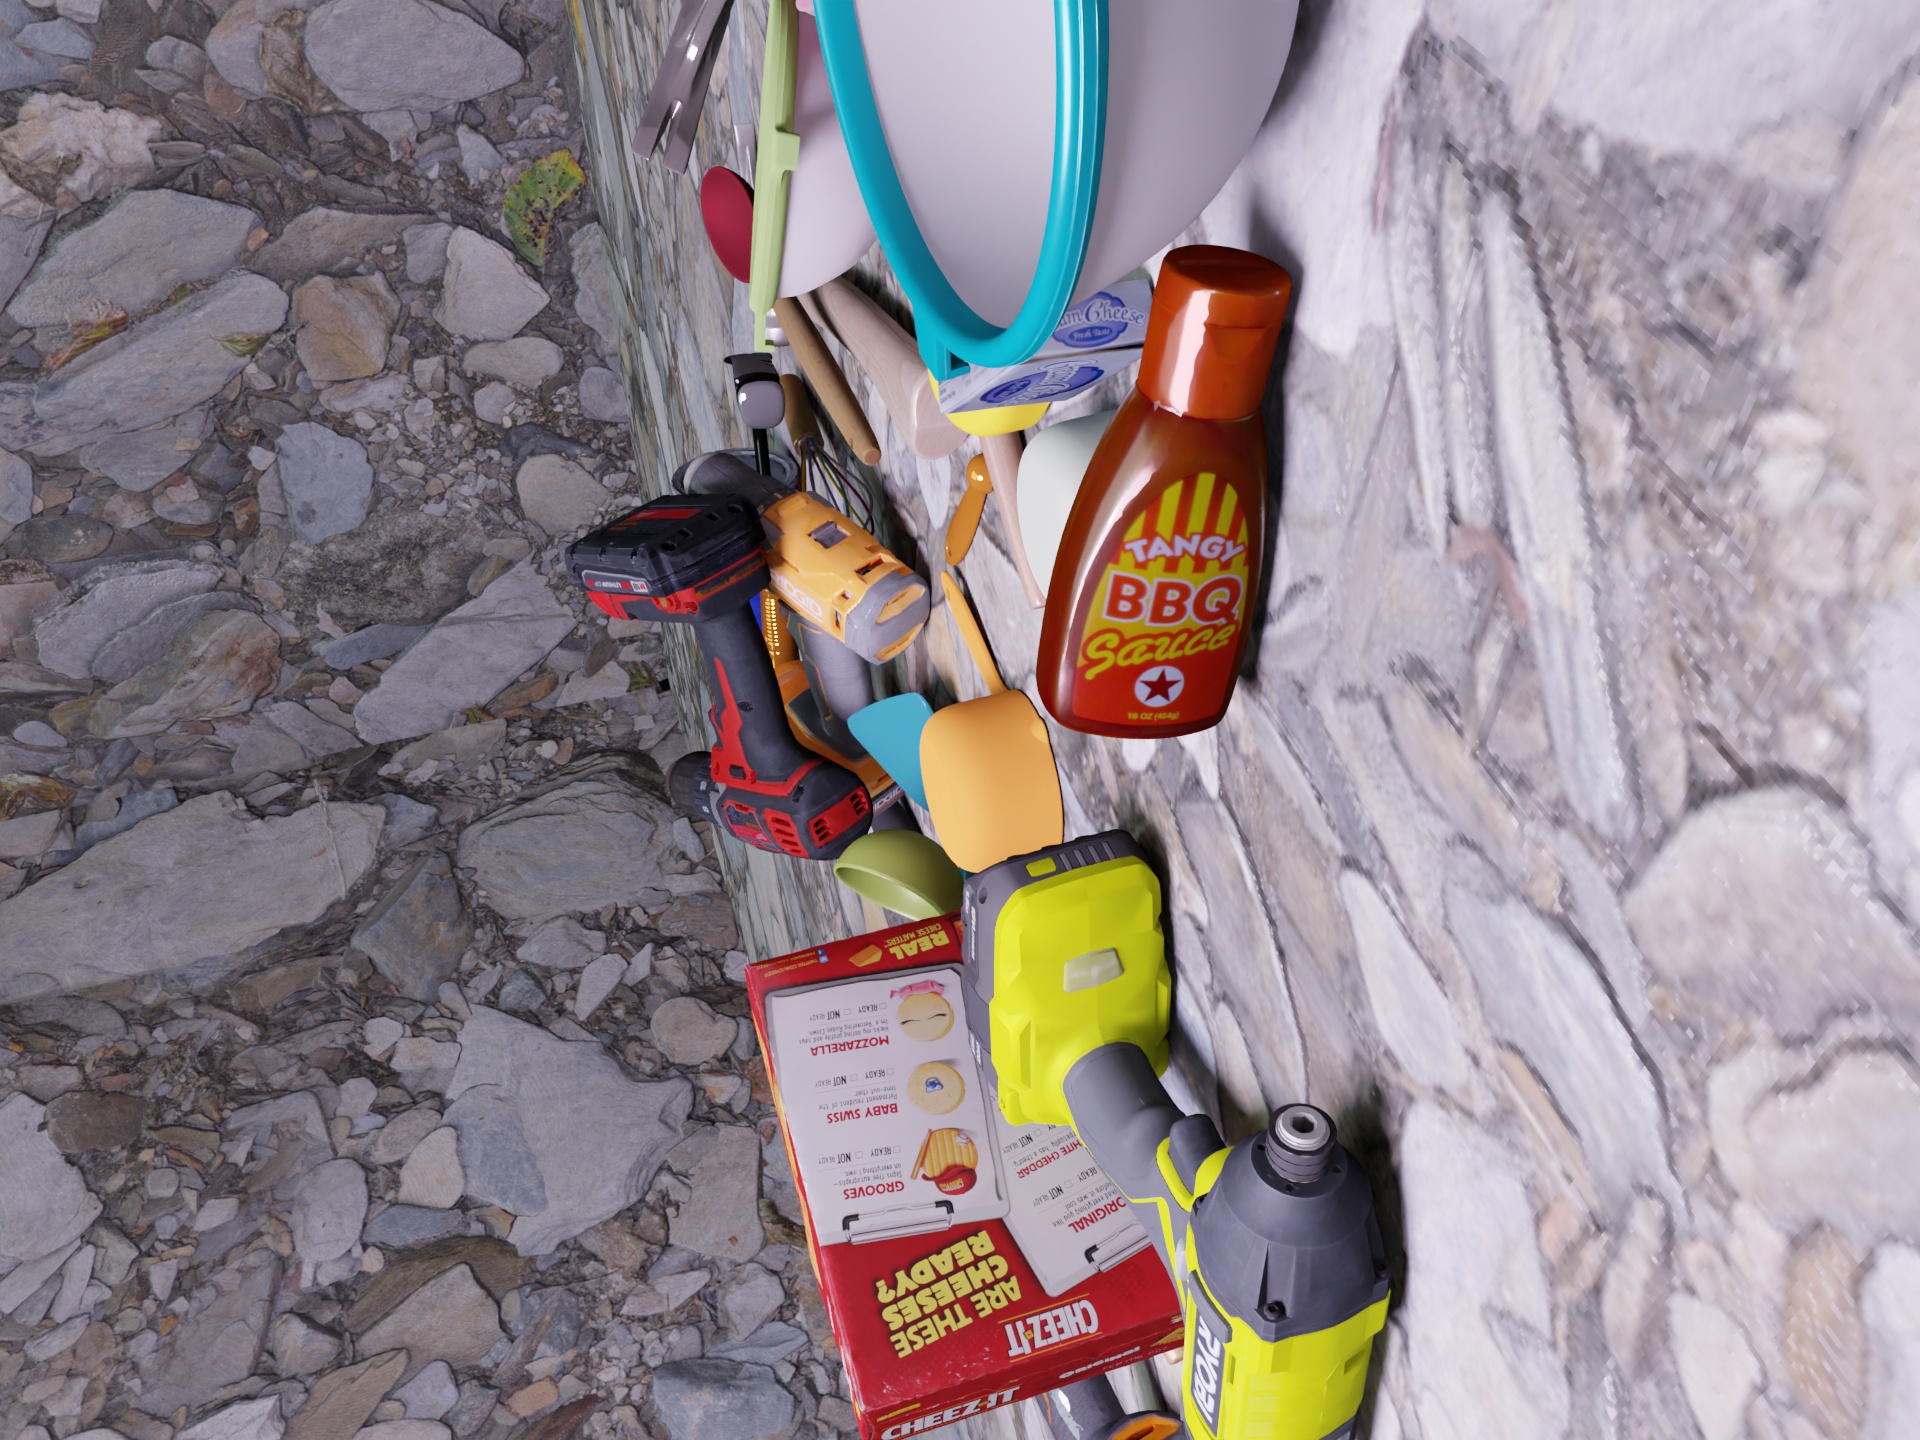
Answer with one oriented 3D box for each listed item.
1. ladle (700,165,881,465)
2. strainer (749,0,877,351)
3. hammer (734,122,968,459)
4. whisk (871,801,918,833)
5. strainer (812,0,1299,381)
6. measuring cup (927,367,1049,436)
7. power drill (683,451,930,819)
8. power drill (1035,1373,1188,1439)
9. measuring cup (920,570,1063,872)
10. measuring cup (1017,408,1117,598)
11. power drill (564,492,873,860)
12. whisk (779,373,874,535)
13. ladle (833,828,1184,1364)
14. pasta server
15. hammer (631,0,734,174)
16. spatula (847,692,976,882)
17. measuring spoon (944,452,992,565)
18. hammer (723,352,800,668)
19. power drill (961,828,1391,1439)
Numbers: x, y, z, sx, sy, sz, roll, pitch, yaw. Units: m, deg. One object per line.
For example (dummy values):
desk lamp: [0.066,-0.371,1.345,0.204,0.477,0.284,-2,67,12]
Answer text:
ladle: [-0.098,-0.234,0.911,0.316,0.031,0.069,-118,23,-44]
strainer: [-0.064,-0.321,0.801,0.151,0.069,0.257,114,159,-64]
hammer: [-0.071,-0.248,0.922,0.411,0.038,0.146,-125,28,-58]
whisk: [-0.071,0.038,1.166,0.239,0.055,0.055,-123,24,-46]
strainer: [0.045,-0.204,0.356,0.340,0.095,0.211,-172,67,-74]
measuring cup: [0.013,-0.181,0.622,0.062,0.029,0.156,44,145,34]
power drill: [-0.104,-0.054,1.019,0.185,0.084,0.226,38,147,25]
power drill: [0.054,0.355,0.827,0.227,0.084,0.164,51,151,44]
measuring cup: [-0.001,-0.003,0.812,0.095,0.052,0.174,100,152,-59]
measuring cup: [0.051,-0.090,0.544,0.167,0.038,0.083,107,148,-68]
power drill: [-0.155,-0.021,0.981,0.188,0.080,0.226,8,126,50]
whisk: [-0.098,-0.176,1.093,0.245,0.047,0.051,-112,25,-50]
ladle: [0.023,0.185,0.822,0.320,0.062,0.078,60,-179,31]
pasta server: [-0.010,-0.201,0.704,0.040,0.060,0.316,-16,88,32]
hammer: [-0.085,-0.380,0.714,0.359,0.036,0.149,-9,64,69]
spatula: [0.004,0.140,0.928,0.082,0.044,0.317,-19,82,52]
measuring spoon: [0.000,-0.103,0.805,0.117,0.011,0.021,120,136,-71]
hammer: [-0.133,-0.091,1.135,0.127,0.034,0.336,-114,20,-63]
power drill: [0.077,0.147,0.590,0.223,0.080,0.171,-125,26,-50]
